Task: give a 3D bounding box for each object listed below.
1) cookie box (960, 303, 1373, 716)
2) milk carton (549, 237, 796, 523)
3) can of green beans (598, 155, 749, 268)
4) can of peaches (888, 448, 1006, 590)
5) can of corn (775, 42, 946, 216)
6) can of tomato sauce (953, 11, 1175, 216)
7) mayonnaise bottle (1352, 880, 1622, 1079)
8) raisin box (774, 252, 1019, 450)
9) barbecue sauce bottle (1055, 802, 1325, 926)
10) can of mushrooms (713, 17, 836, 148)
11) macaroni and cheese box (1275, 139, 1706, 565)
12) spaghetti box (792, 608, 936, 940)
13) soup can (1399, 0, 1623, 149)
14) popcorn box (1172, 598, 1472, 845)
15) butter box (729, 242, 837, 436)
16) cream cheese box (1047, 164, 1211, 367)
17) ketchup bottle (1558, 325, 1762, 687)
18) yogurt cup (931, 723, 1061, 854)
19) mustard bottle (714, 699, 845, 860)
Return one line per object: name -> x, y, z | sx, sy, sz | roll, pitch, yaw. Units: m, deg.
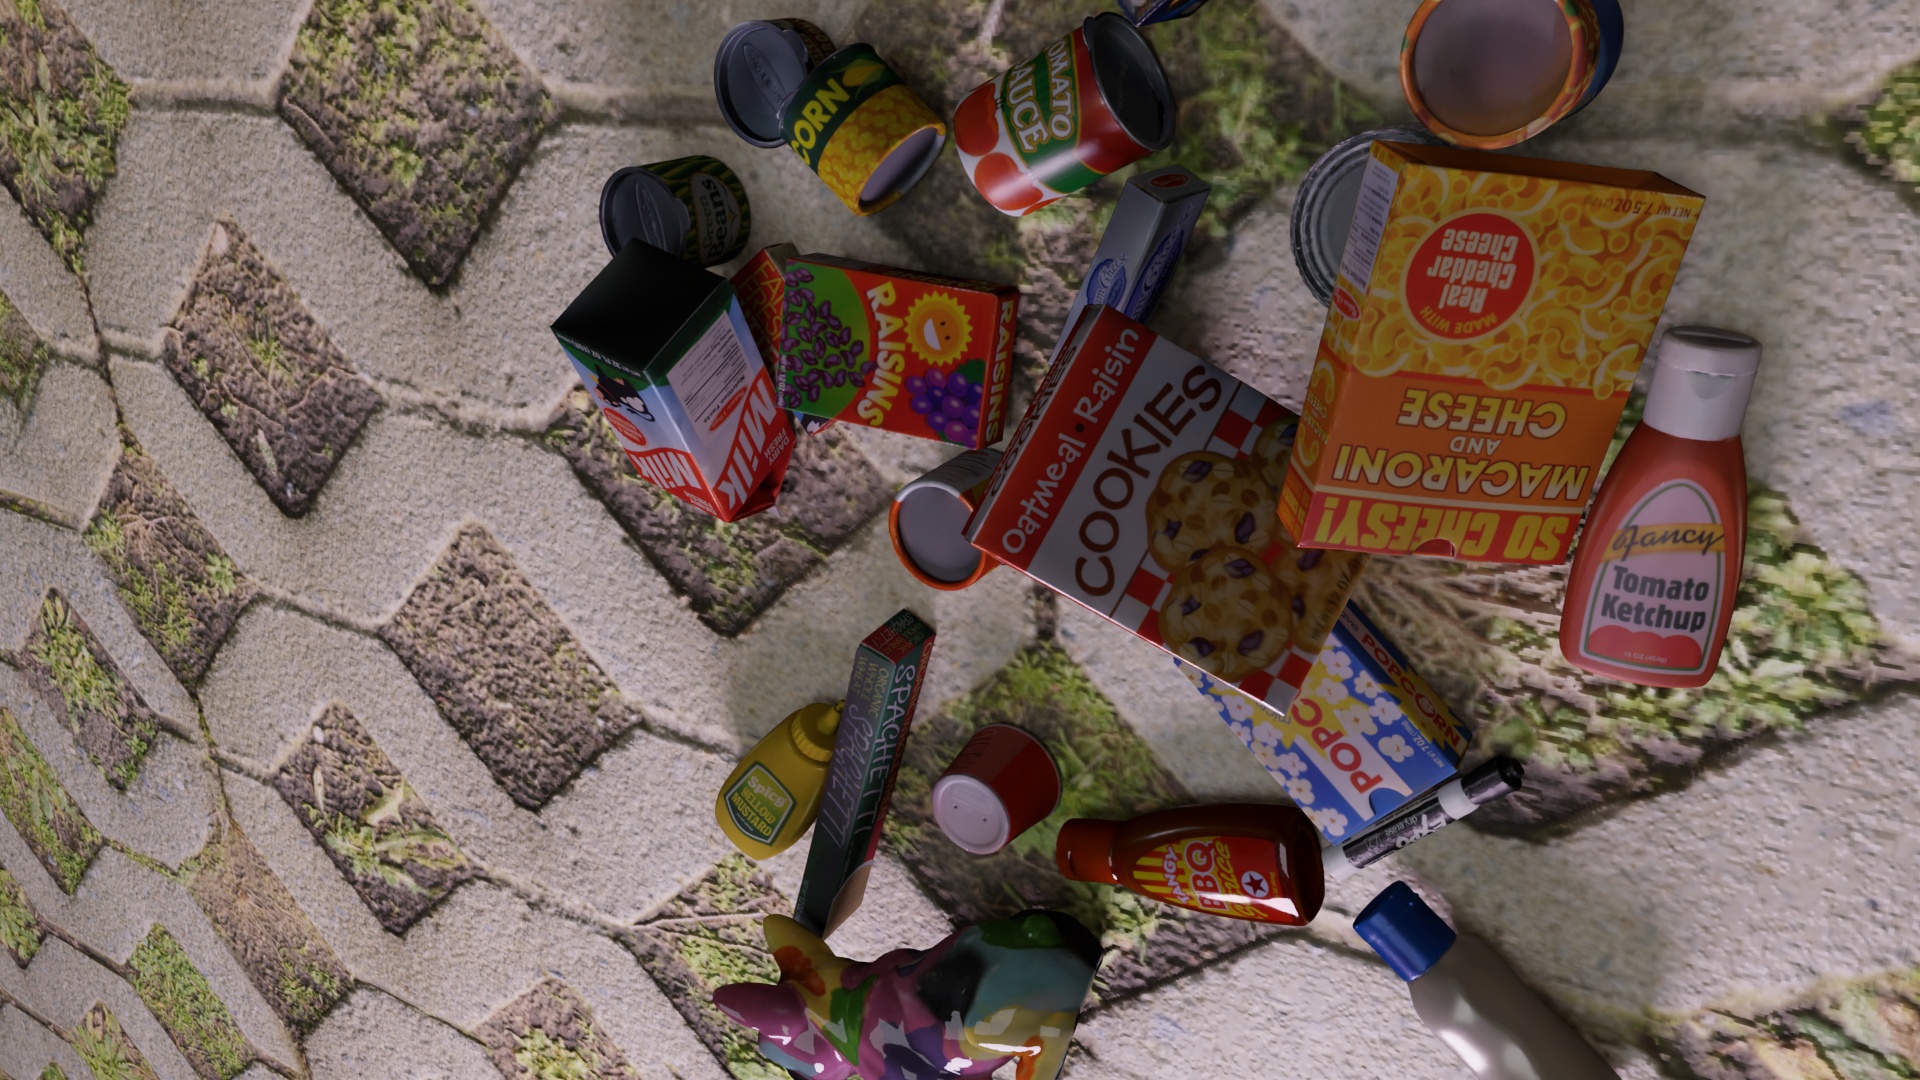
cookie box -> 0.102, -0.014, 0.637 | 0.167, 0.040, 0.123 | 29, 91, -8
milk carton -> -0.157, -0.078, 0.814 | 0.072, 0.074, 0.189 | 26, 156, 24
can of green beans -> -0.166, -0.188, 0.810 | 0.071, 0.058, 0.071 | 14, 117, 29
can of peaches -> 0.003, -0.010, 0.772 | 0.071, 0.058, 0.071 | 14, 116, 29
can of corn -> -0.051, -0.210, 0.714 | 0.058, 0.071, 0.071 | 47, 128, 7
can of tomato sauce -> 0.047, -0.199, 0.652 | 0.083, 0.071, 0.071 | -18, 99, 39
mayonnaise bottle -> 0.265, 0.239, 0.701 | 0.148, 0.065, 0.041 | 46, 126, 14
raisin box -> -0.035, -0.103, 0.752 | 0.123, 0.040, 0.085 | 13, 108, 19
barbecue sauce bottle -> 0.125, 0.178, 0.779 | 0.148, 0.044, 0.064 | -4, 108, 36
can of mushrooms -> -0.097, -0.249, 0.752 | 0.071, 0.033, 0.070 | 14, 117, 30
macaroni and cheese box -> 0.211, -0.072, 0.573 | 0.124, 0.040, 0.165 | 4, 118, -8
spaghetti box -> -0.065, 0.157, 0.896 | 0.029, 0.050, 0.248 | 28, 123, 20
soup can -> 0.213, -0.186, 0.535 | 0.071, 0.084, 0.071 | 14, 118, 29
popcorn box -> 0.181, 0.079, 0.702 | 0.127, 0.038, 0.085 | 49, 127, 7
butter box -> -0.095, -0.118, 0.814 | 0.053, 0.024, 0.103 | -33, 90, 38
cream cheese box -> 0.081, -0.127, 0.670 | 0.024, 0.053, 0.103 | 36, 126, 19
ketchup bottle -> 0.296, -0.013, 0.579 | 0.065, 0.044, 0.148 | 9, 115, 18
yogurt cup -> 0.019, 0.151, 0.833 | 0.072, 0.054, 0.072 | 13, 116, 29
mustard bottle -> -0.110, 0.151, 0.925 | 0.065, 0.049, 0.159 | 43, 128, 10
